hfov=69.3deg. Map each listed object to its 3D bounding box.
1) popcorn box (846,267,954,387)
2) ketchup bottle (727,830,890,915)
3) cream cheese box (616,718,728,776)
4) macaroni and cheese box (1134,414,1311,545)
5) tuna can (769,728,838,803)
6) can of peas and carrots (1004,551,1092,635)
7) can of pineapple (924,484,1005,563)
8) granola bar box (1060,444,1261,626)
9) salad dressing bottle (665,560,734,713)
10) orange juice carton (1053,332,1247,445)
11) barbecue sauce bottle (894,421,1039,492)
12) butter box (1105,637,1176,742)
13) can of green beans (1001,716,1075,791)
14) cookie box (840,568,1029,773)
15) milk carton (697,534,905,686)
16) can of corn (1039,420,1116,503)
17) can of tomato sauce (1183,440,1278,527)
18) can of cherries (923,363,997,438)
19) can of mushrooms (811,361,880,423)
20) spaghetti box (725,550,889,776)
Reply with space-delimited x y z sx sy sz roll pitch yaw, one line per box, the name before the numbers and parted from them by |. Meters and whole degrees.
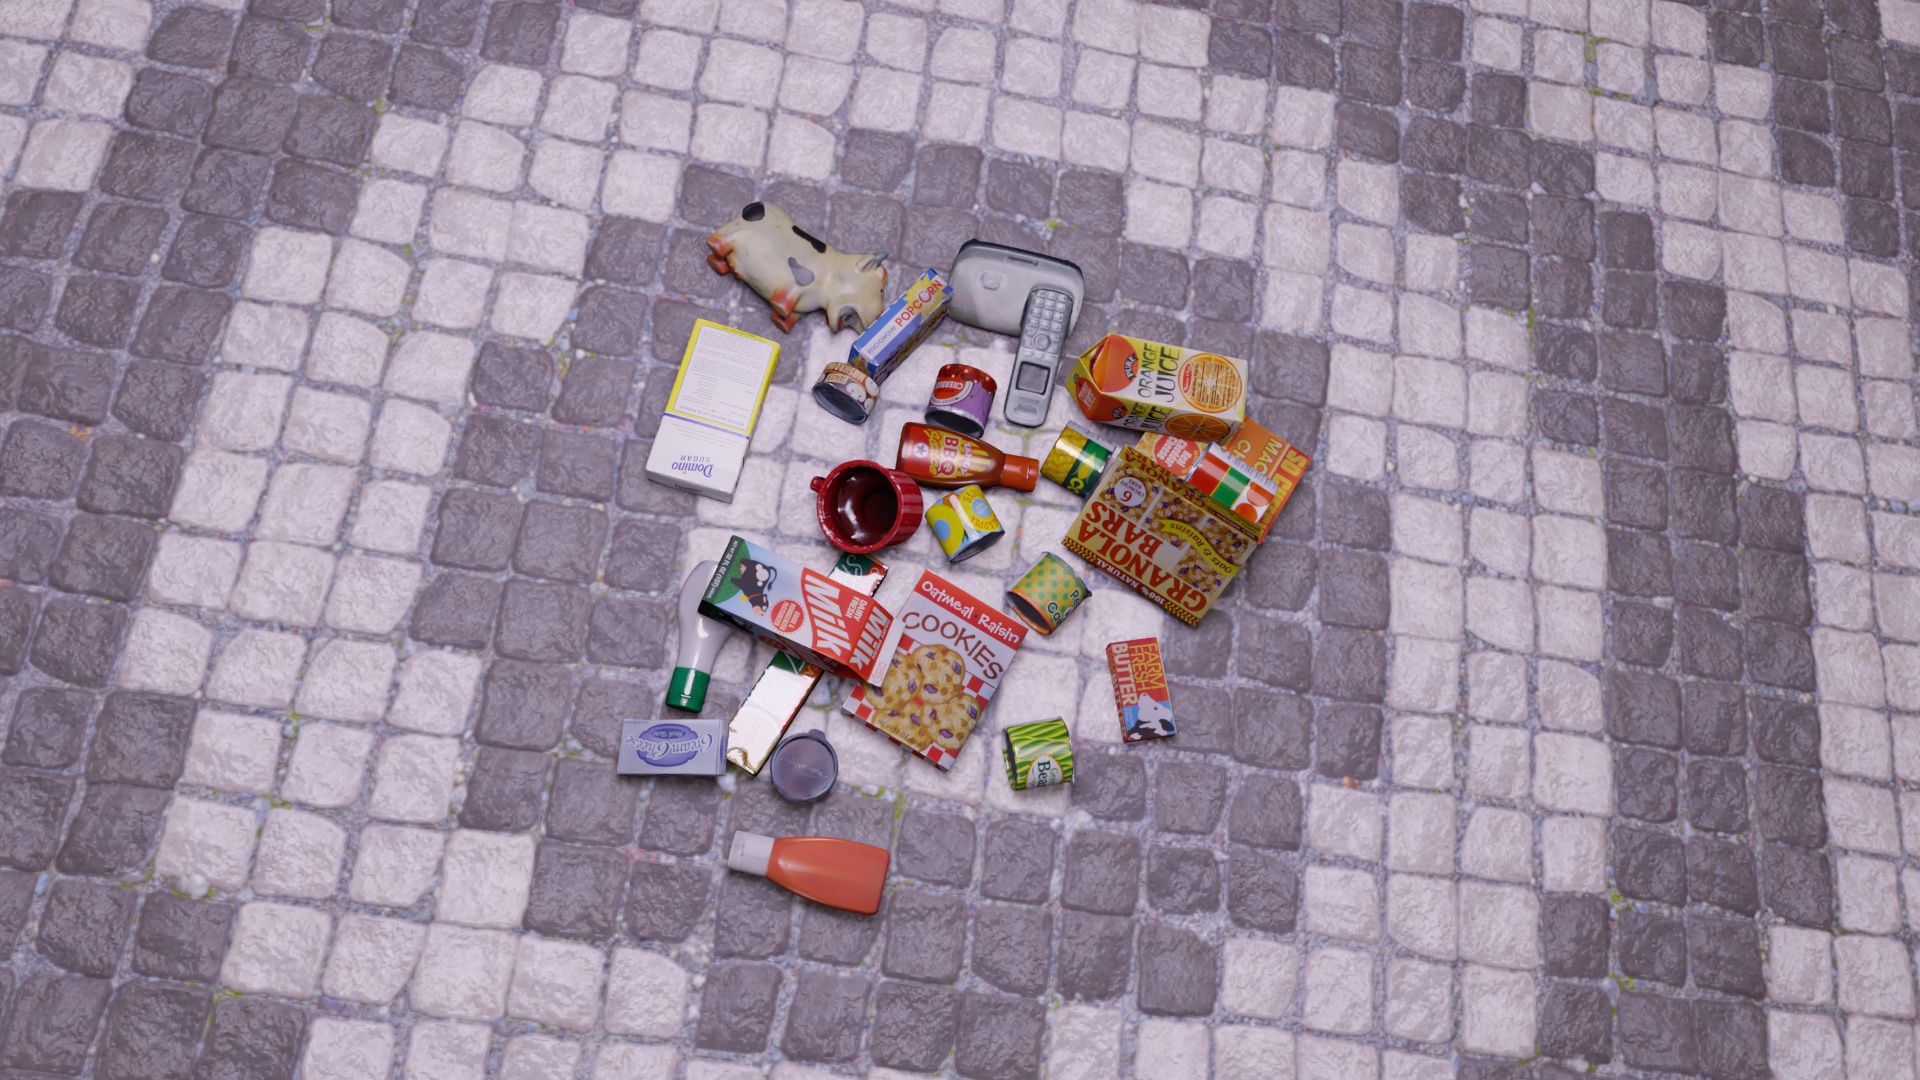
popcorn box | -0.066 -0.221 1.476 0.038 0.085 0.127 41 71 4
ketchup bottle | -0.145 0.310 1.320 0.149 0.043 0.065 14 71 -4
cream cheese box | -0.275 0.198 1.329 0.104 0.024 0.053 -2 73 12
macaroni and cheese box | 0.277 -0.083 1.507 0.166 0.040 0.124 34 72 3
tuna can | -0.152 0.220 1.353 0.071 0.032 0.071 2 73 -8
can of peas and carrots | 0.089 0.056 1.421 0.071 0.070 0.059 44 73 6
can of pineapple | 0.005 -0.018 1.431 0.071 0.070 0.058 -26 78 -15
granola bar box | 0.206 -0.005 1.432 0.165 0.123 0.039 32 33 2
salad dressing bottle | -0.255 0.095 1.372 0.064 0.044 0.148 15 72 -8
orange juice carton | 0.198 -0.162 1.462 0.193 0.071 0.073 11 71 -3
barbecue sauce bottle | 0.007 -0.082 1.465 0.149 0.043 0.065 11 80 -5
butter box | 0.185 0.153 1.428 0.053 0.024 0.103 -7 74 -11
can of green beans | 0.076 0.211 1.371 0.058 0.071 0.071 -8 74 -10
cookie box | -0.025 0.130 1.396 0.123 0.040 0.168 31 72 2
milk carton | -0.151 0.072 1.342 0.190 0.073 0.072 25 72 -8
can of corn | 0.123 -0.084 1.471 0.058 0.071 0.071 30 71 2
can of tomato sauce | 0.276 -0.052 1.442 0.083 0.071 0.071 34 71 3
can of cherries | -0.001 -0.148 1.470 0.071 0.071 0.058 18 71 -3
can of mushrooms | -0.120 -0.156 1.455 0.071 0.070 0.033 29 70 1
spaghetti box | -0.156 0.117 1.386 0.050 0.028 0.251 32 71 2
